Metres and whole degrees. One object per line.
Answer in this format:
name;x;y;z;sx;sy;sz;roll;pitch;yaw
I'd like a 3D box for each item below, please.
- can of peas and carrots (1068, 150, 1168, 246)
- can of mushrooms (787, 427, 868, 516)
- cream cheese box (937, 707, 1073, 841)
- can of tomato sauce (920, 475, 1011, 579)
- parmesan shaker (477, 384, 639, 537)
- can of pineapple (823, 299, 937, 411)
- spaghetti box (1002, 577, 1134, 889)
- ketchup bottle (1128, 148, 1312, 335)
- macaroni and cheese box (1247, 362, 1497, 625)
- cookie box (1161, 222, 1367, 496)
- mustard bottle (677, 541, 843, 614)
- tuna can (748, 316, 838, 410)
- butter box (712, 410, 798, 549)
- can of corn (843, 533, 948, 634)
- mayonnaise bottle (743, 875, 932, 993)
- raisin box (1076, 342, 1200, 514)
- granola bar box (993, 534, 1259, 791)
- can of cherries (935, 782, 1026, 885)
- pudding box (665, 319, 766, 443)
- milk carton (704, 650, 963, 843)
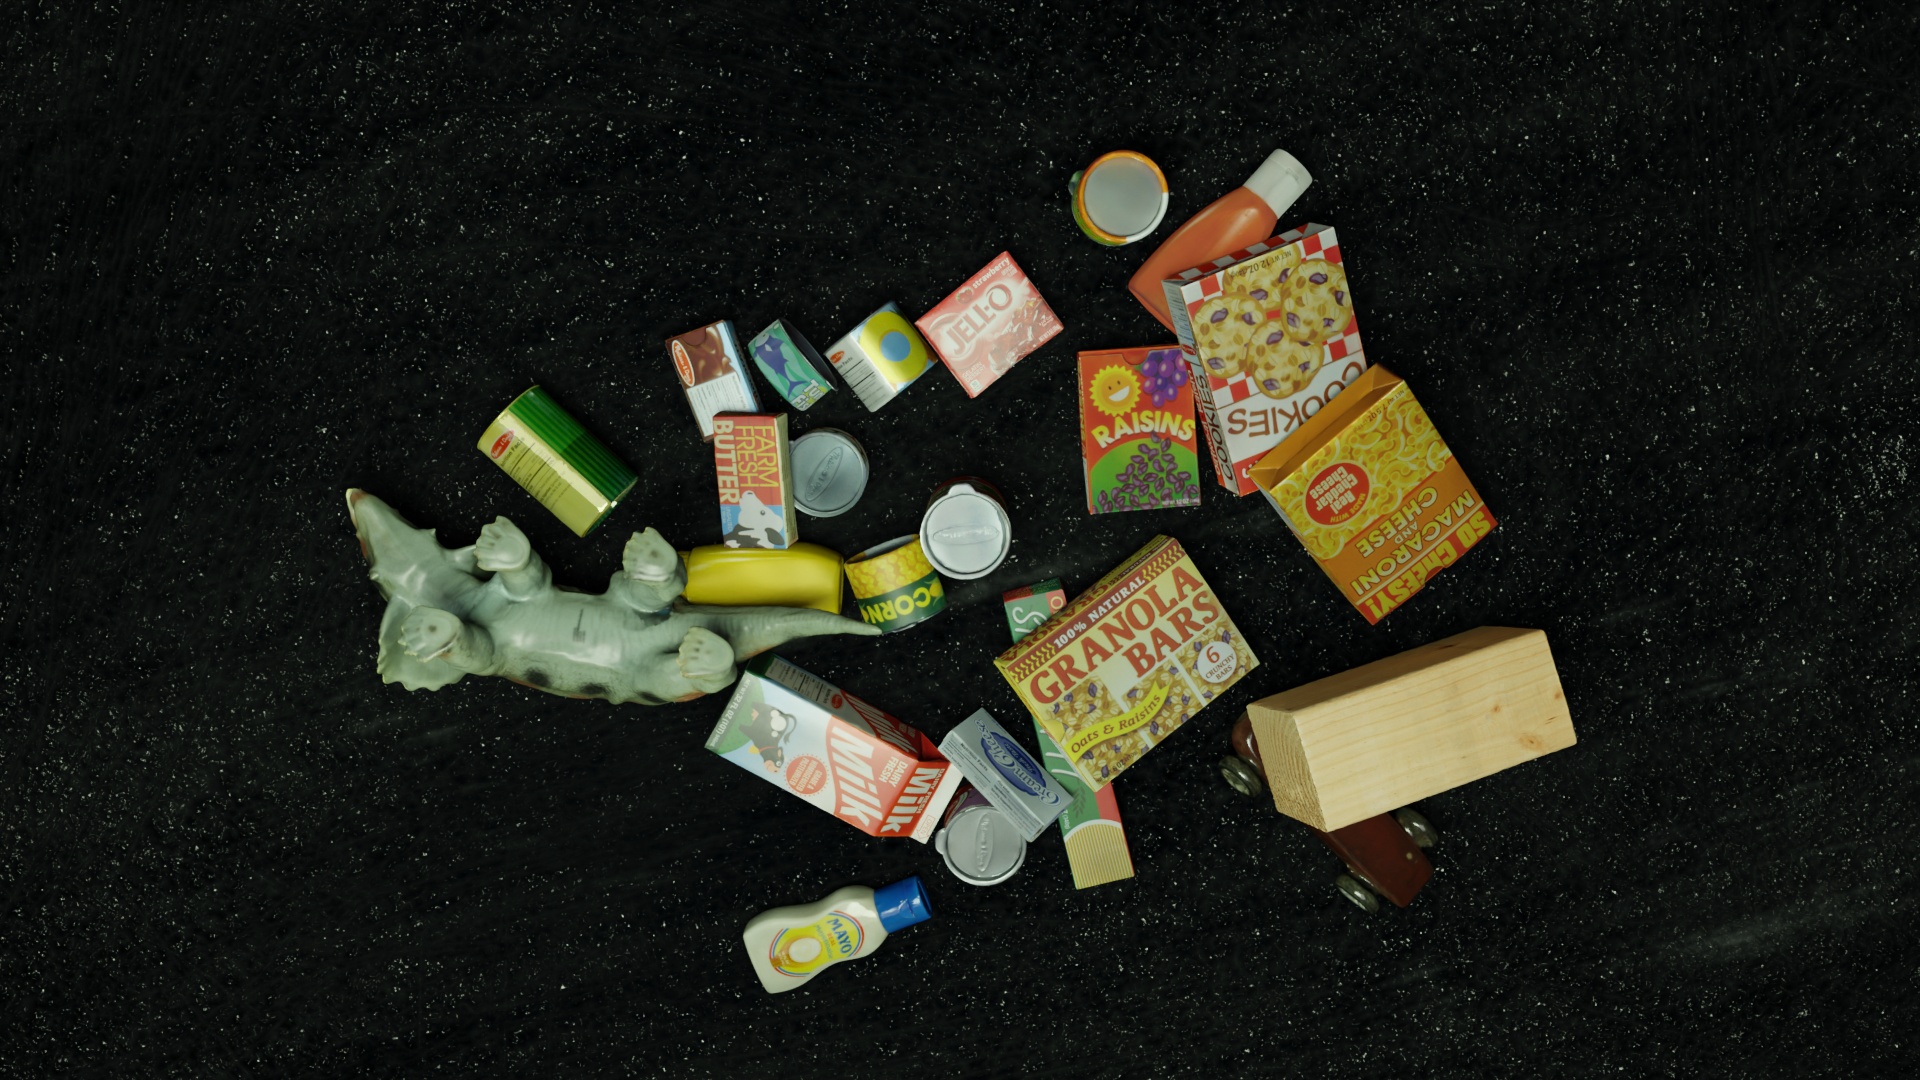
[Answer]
can of peas and carrots;0.114;-0.252;1.019;0.071;0.059;0.070;0;100;0
can of mushrooms;-0.106;-0.055;1.069;0.071;0.033;0.071;0;101;1
cream cheese box;0.035;0.182;1.081;0.104;0.053;0.024;44;122;12
can of tomato sauce;0.004;-0.013;1.049;0.071;0.083;0.071;0;100;1
parmesan shaker;-0.305;-0.058;1.056;0.103;0.071;0.071;43;98;-7
can of pineapple;-0.058;-0.139;1.038;0.071;0.071;0.058;-38;98;7
spaghetti box;0.086;0.155;1.105;0.050;0.029;0.249;-14;100;2
ketchup bottle;0.196;-0.223;1.030;0.064;0.043;0.148;42;98;-12
macaroni and cheese box;0.309;-0.030;1.032;0.123;0.040;0.166;-41;121;6
cookie box;0.231;-0.132;1.020;0.123;0.040;0.167;-23;110;-7
mustard bottle;-0.172;0.030;1.076;0.160;0.049;0.065;5;102;1
tuna can;-0.124;-0.130;1.038;0.033;0.071;0.071;-38;97;9
butter box;-0.154;-0.046;1.043;0.053;0.024;0.103;1;107;13
can of corn;-0.050;0.034;1.064;0.071;0.071;0.058;-20;99;4
mayonnaise bottle;-0.098;0.314;1.128;0.148;0.041;0.064;-22;97;5
raisin box;0.134;-0.086;1.057;0.086;0.040;0.123;-4;99;2
granola bar box;0.129;0.093;1.066;0.166;0.039;0.124;-37;102;-6
can of cherries;0.016;0.230;1.104;0.071;0.058;0.071;0;101;1
pudding box;-0.185;-0.122;1.060;0.049;0.030;0.083;-20;99;5
milk carton;-0.095;0.165;1.086;0.190;0.073;0.072;28;99;-4
